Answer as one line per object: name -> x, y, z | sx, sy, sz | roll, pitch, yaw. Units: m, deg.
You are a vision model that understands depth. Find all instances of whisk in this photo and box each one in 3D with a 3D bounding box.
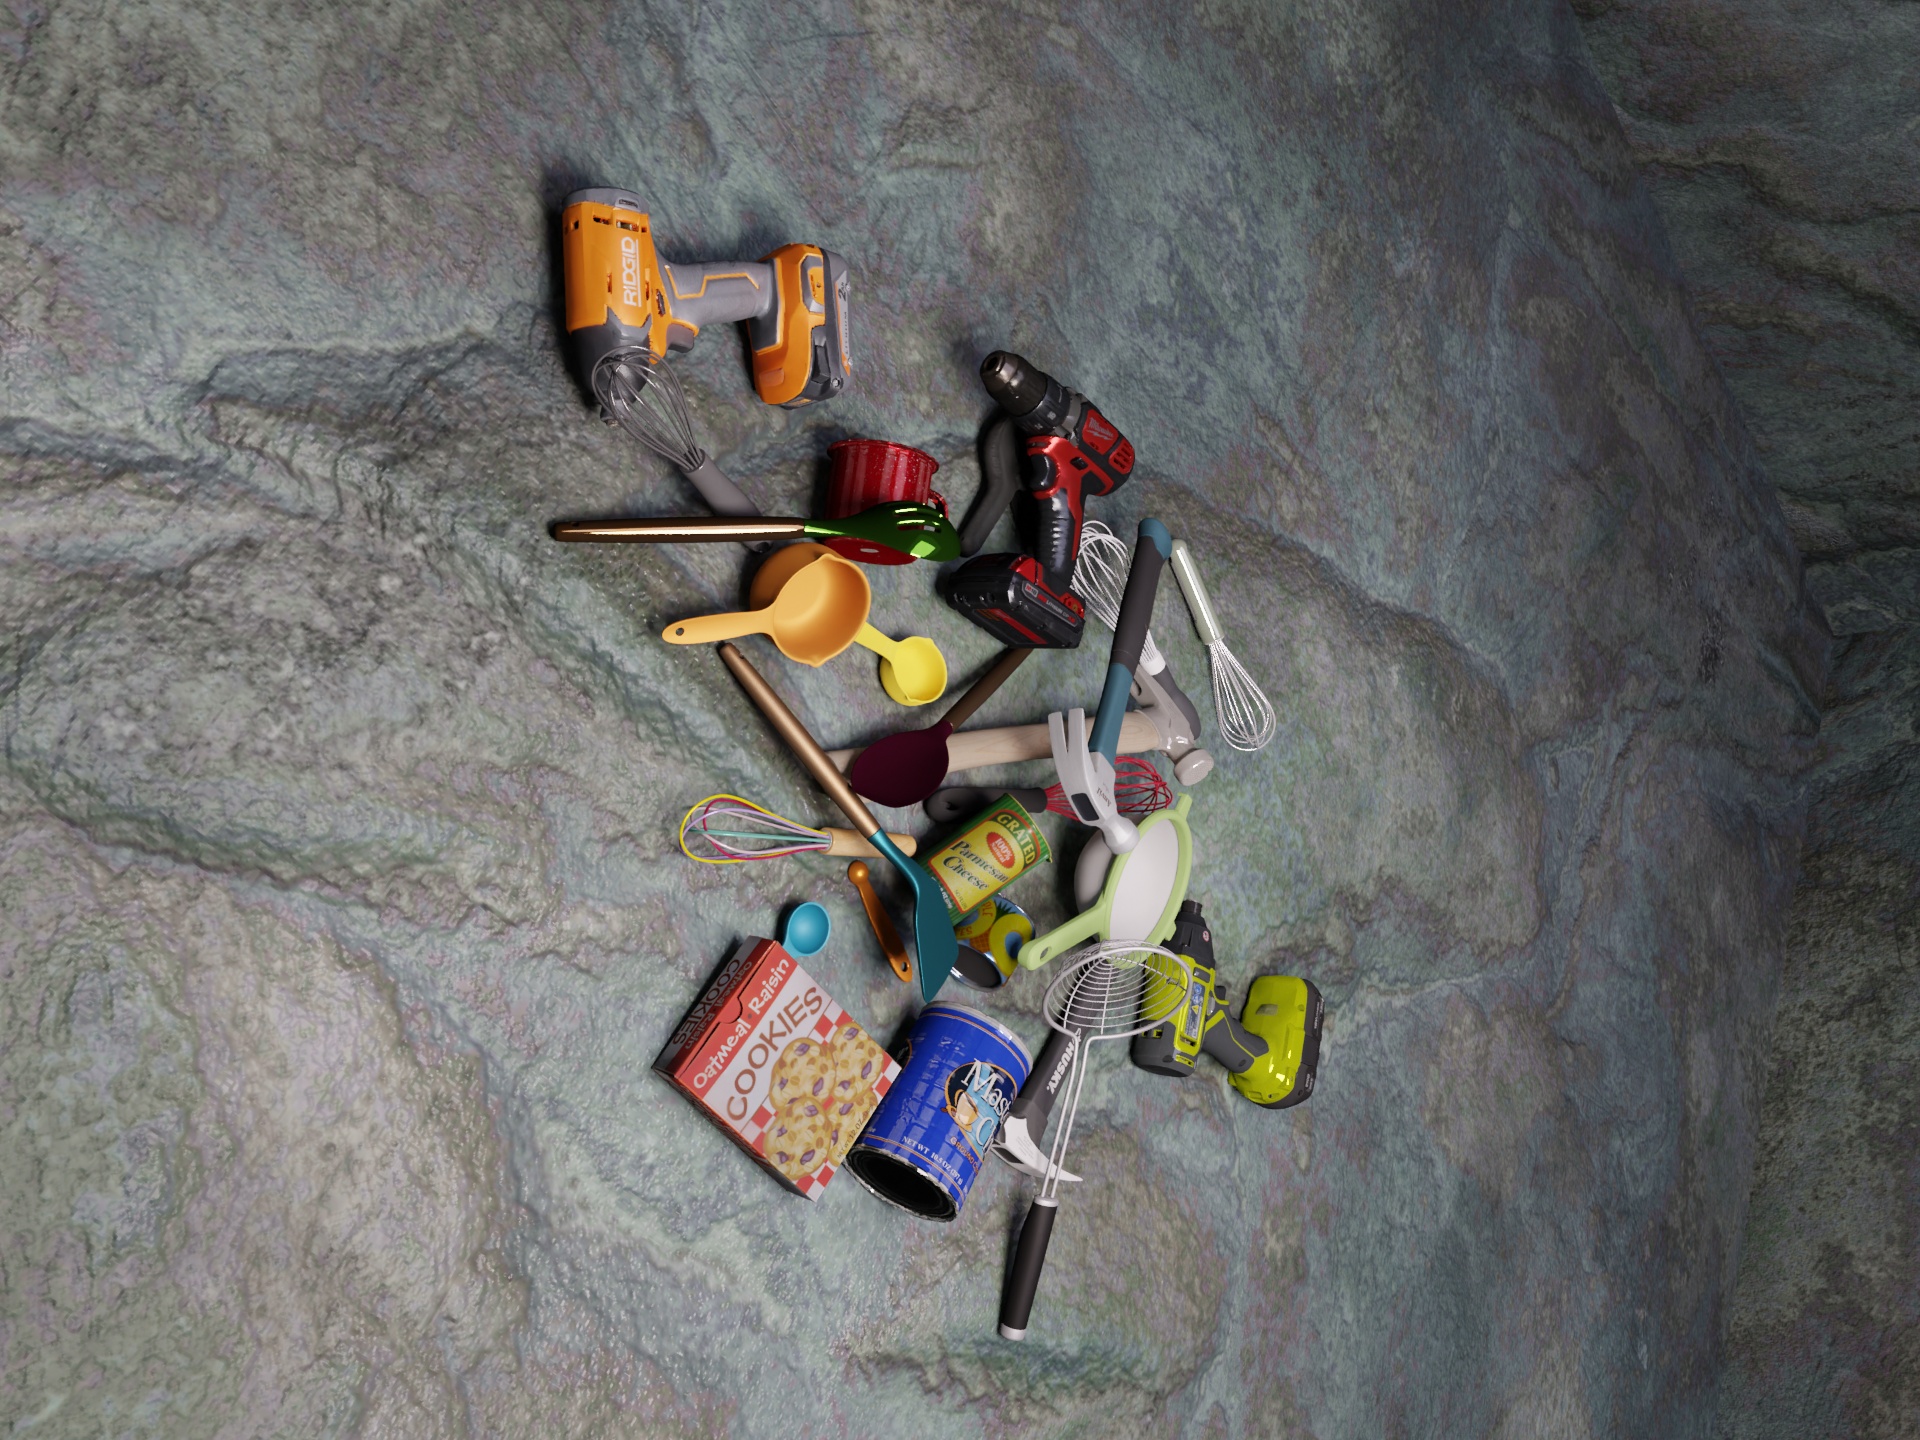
whisk -> 0.175, -0.080, 1.559 | 0.284, 0.070, 0.070 | 55, 49, -33
whisk -> 0.268, -0.078, 1.668 | 0.058, 0.059, 0.246 | -79, 145, -74
whisk -> -0.191, -0.189, 1.148 | 0.238, 0.055, 0.055 | 52, 48, -57
whisk -> 0.085, 0.071, 1.443 | 0.295, 0.073, 0.073 | -1, 86, -41
whisk -> -0.119, 0.089, 1.234 | 0.244, 0.051, 0.047 | 10, 72, -49

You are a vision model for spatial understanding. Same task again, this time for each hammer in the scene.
hammer -> 0.045, 0.014, 1.396 | 0.410, 0.038, 0.146 | -7, 51, -40
hammer -> 0.145, -0.051, 1.412 | 0.128, 0.033, 0.331 | 50, 43, -36
hammer -> 0.118, 0.266, 1.468 | 0.146, 0.035, 0.335 | 54, 50, -27

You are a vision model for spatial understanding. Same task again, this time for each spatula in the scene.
spatula -> -0.092, 0.073, 1.234 | 0.317, 0.044, 0.082 | 53, 29, -8

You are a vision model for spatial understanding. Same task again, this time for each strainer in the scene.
strainer -> 0.113, 0.158, 1.410 | 0.256, 0.069, 0.151 | -22, 123, -48

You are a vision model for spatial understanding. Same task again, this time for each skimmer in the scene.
skimmer -> 0.098, 0.355, 1.334 | 0.127, 0.090, 0.363 | 14, 91, -23

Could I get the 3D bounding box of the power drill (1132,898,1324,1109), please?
power drill -> 0.269, 0.290, 1.597 | 0.223, 0.080, 0.171 | 30, 64, -37

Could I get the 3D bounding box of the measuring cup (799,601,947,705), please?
measuring cup -> -0.079, -0.063, 1.315 | 0.156, 0.029, 0.062 | 32, 60, -27

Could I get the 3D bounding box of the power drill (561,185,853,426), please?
power drill -> -0.189, -0.291, 1.183 | 0.226, 0.084, 0.164 | -1, 88, -43

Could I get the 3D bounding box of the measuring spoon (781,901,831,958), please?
measuring spoon -> -0.149, 0.188, 1.212 | 0.129, 0.021, 0.042 | -46, 120, -30

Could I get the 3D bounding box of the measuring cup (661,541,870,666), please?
measuring cup -> -0.155, -0.087, 1.208 | 0.173, 0.052, 0.095 | -12, 123, -31

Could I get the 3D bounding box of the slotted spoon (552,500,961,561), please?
slotted spoon -> -0.141, -0.141, 1.173 | 0.313, 0.031, 0.070 | -4, 44, -25

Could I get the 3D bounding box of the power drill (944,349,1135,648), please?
power drill -> 0.062, -0.193, 1.390 | 0.187, 0.080, 0.227 | 32, 69, -43

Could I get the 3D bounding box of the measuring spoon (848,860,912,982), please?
measuring spoon -> -0.062, 0.166, 1.305 | 0.021, 0.011, 0.116 | -40, 113, -42

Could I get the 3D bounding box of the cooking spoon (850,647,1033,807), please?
cooking spoon -> -0.002, -0.004, 1.339 | 0.319, 0.069, 0.017 | -45, 153, -54
